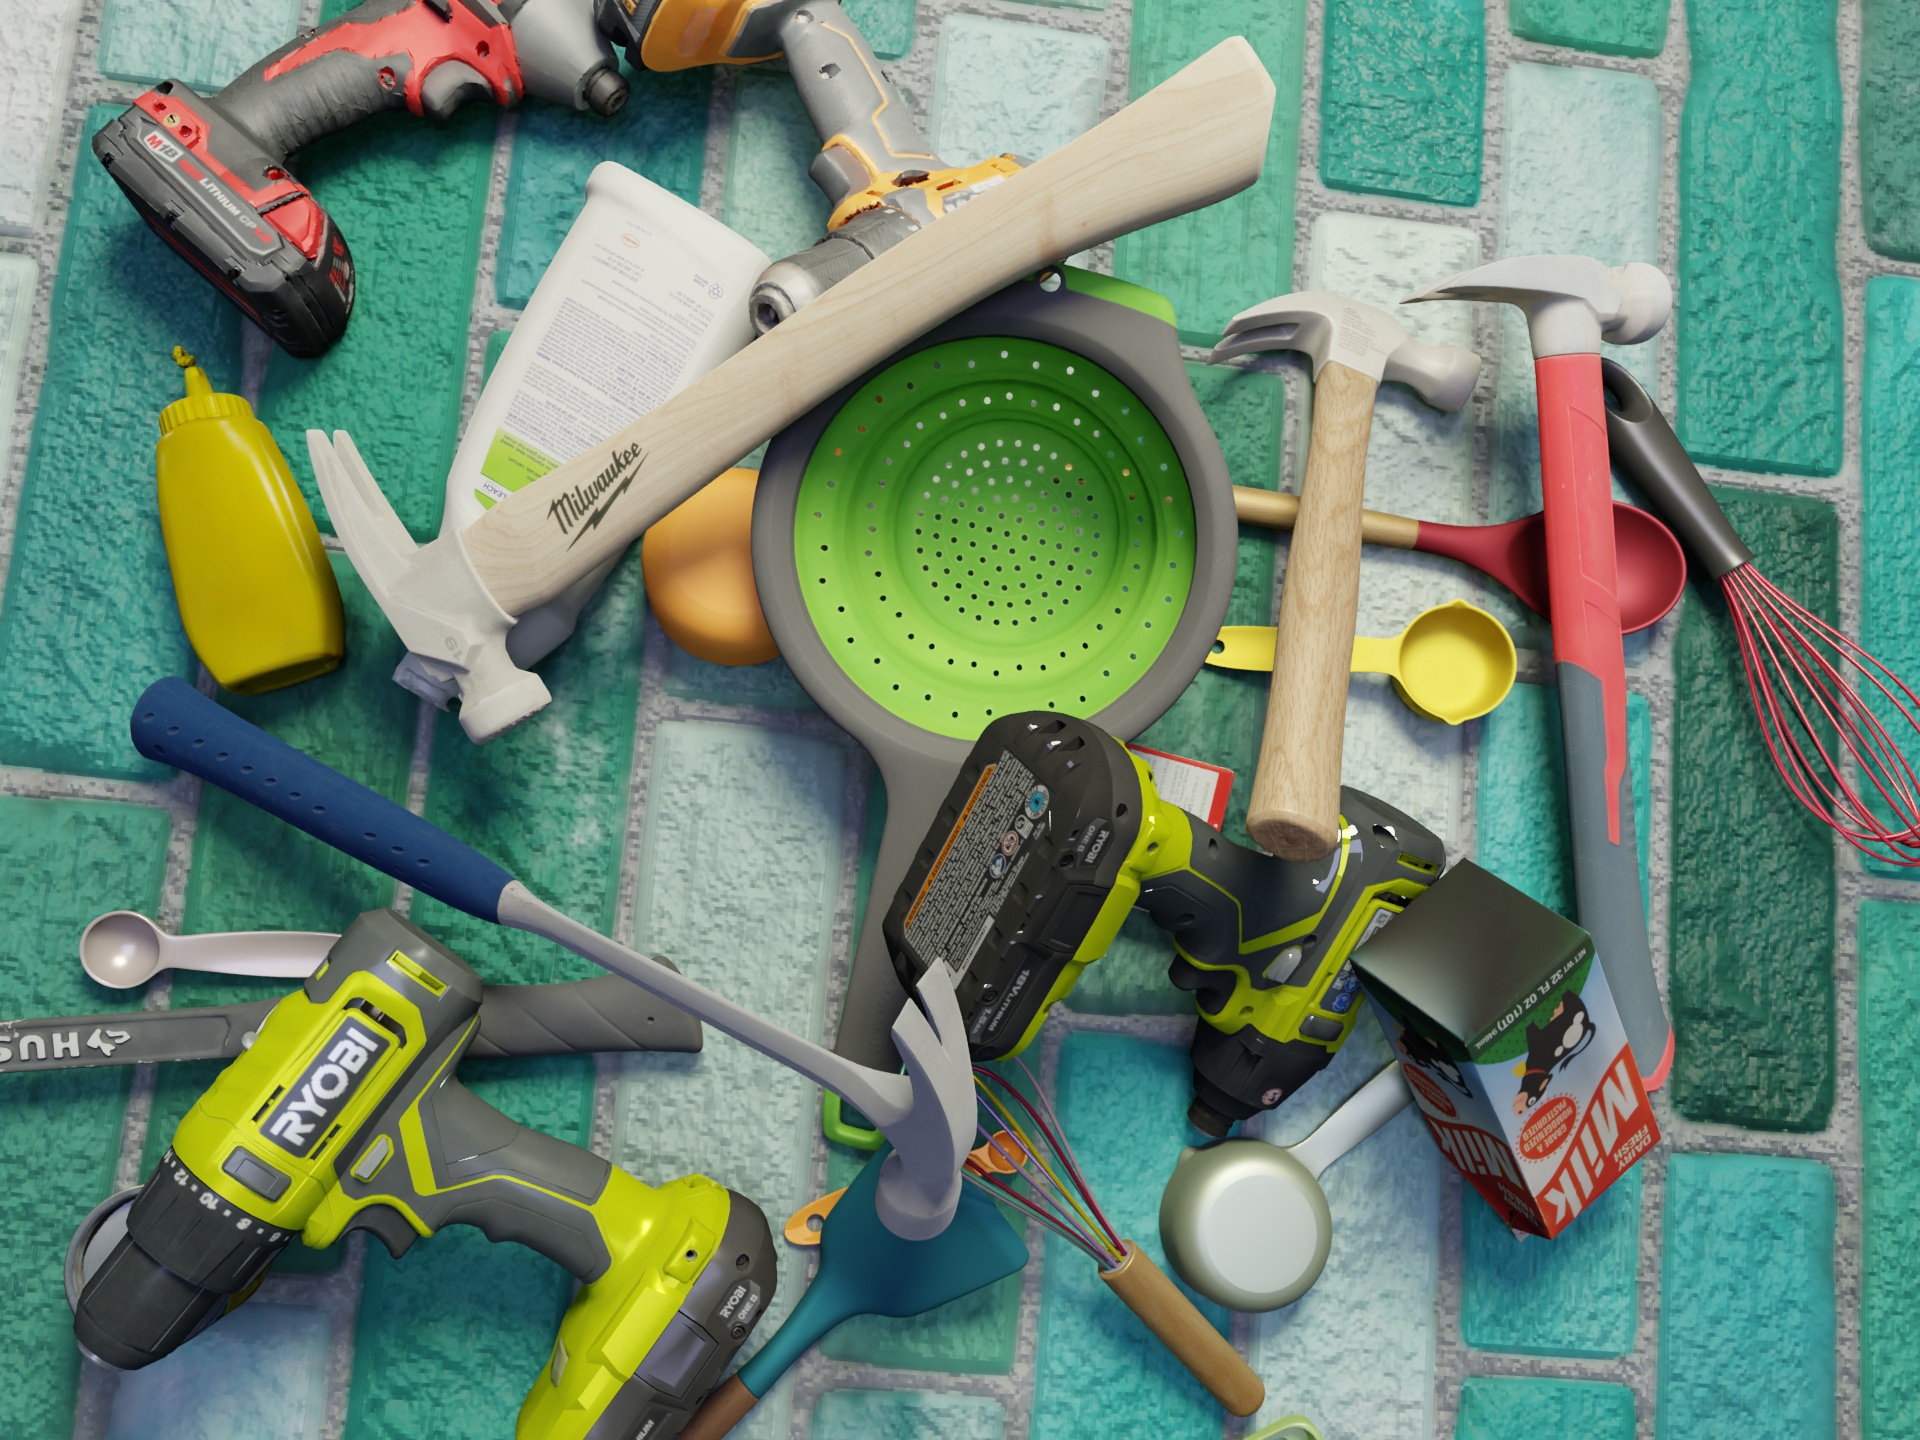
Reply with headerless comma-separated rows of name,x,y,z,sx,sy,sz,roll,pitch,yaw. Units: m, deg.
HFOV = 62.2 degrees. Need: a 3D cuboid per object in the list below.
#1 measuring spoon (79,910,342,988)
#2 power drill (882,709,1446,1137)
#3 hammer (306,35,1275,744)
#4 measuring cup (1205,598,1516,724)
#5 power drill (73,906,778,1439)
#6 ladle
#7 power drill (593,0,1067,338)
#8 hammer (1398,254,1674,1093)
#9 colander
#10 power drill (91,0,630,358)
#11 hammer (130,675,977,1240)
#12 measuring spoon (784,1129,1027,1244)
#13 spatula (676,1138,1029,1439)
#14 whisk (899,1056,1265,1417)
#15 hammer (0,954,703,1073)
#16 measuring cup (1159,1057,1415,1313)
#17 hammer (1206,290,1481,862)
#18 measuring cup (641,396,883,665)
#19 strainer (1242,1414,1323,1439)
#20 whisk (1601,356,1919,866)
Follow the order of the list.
measuring spoon,-0.322,0.102,0.708,0.124,0.018,0.034,4,94,-12
power drill,0.088,0.093,0.669,0.223,0.080,0.171,19,105,-35
hammer,-0.067,-0.151,0.634,0.410,0.038,0.146,-30,95,11
measuring cup,0.189,-0.030,0.778,0.156,0.029,0.062,4,82,6
power drill,-0.208,0.213,0.639,0.228,0.080,0.190,40,77,-15
ladle,0.198,-0.095,0.783,0.315,0.031,0.069,10,86,-3
power drill,-0.071,-0.269,0.721,0.185,0.084,0.226,-36,88,-40
hammer,0.280,-0.017,0.733,0.143,0.038,0.386,-7,94,-29
colander,-0.001,-0.002,0.719,0.204,0.094,0.397,14,101,4
power drill,-0.266,-0.282,0.736,0.143,0.078,0.220,42,77,0
hammer,-0.174,0.075,0.648,0.405,0.144,0.035,24,47,15
measuring spoon,-0.025,0.213,0.726,0.117,0.011,0.021,-19,84,-5
spatula,-0.112,0.307,0.685,0.317,0.044,0.082,-42,93,-9
whisk,0.055,0.221,0.690,0.245,0.047,0.051,49,37,-14
hammer,-0.317,0.139,0.683,0.409,0.036,0.149,-1,96,-9
measuring cup,0.167,0.203,0.731,0.167,0.038,0.083,-38,88,-8
hammer,0.159,-0.079,0.698,0.130,0.031,0.332,21,51,-4
measuring cup,-0.081,-0.107,0.740,0.095,0.052,0.173,33,82,-1
strainer,0.049,0.373,0.679,0.256,0.069,0.151,-25,85,-7
whisk,0.392,-0.058,0.785,0.073,0.073,0.296,-29,80,-9
